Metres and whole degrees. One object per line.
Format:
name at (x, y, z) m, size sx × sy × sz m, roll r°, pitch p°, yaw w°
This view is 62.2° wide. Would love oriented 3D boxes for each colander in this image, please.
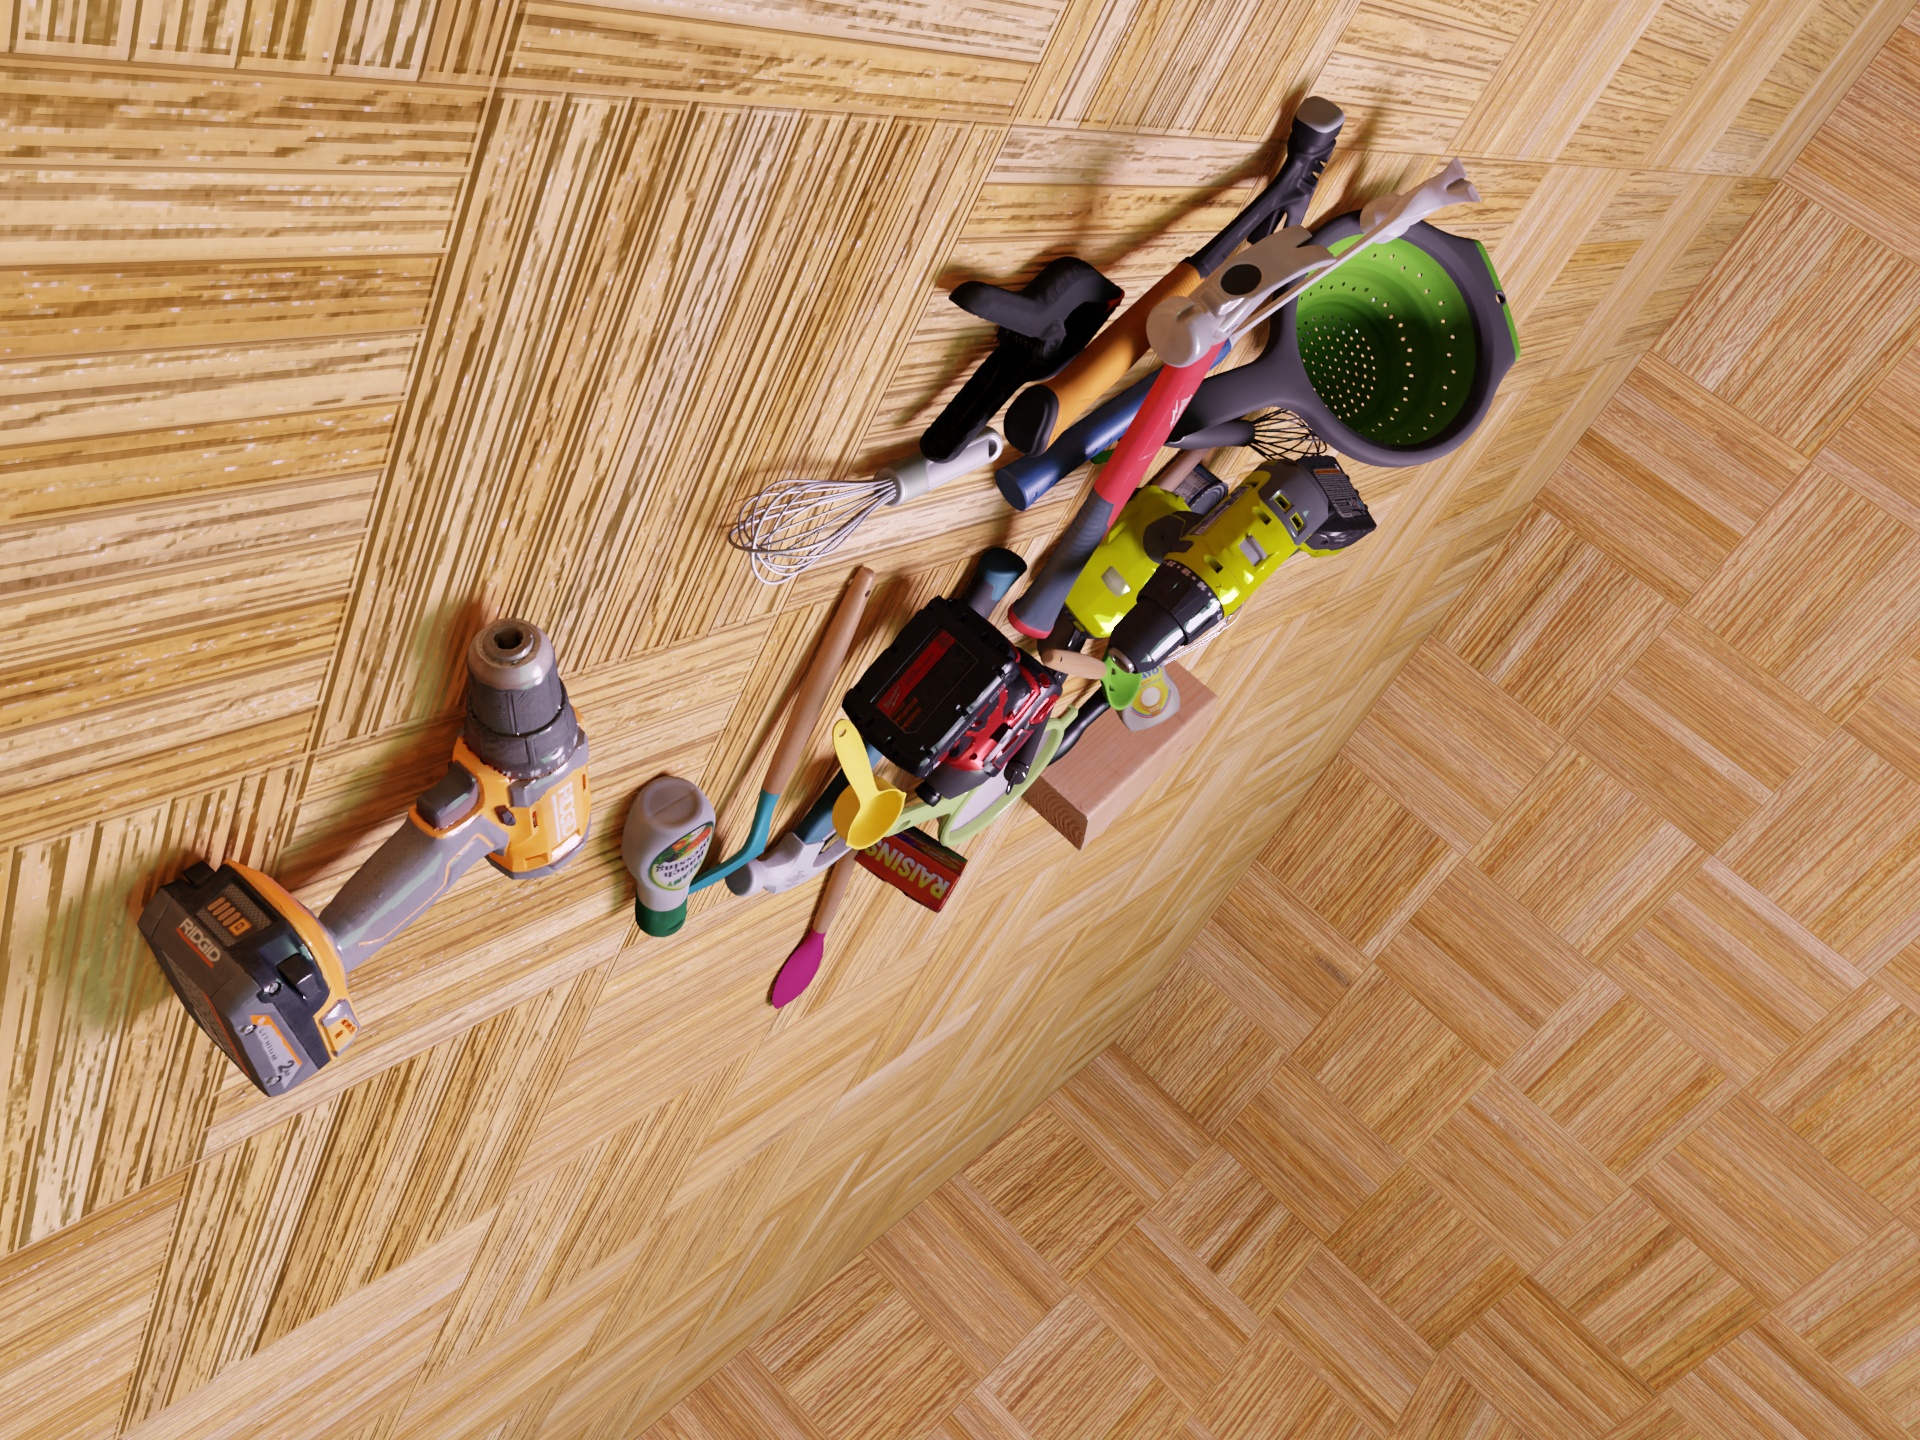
colander at (0.253, -0.268, 1.255) m, size 0.397 × 0.204 × 0.094 m, roll -22°, pitch -177°, yaw -20°

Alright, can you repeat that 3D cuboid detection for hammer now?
hammer at (0.136, -0.271, 1.023) m, size 0.337 × 0.034 × 0.127 m, roll -47°, pitch 166°, yaw -28°
hammer at (0.196, -0.276, 1.129) m, size 0.405 × 0.035 × 0.144 m, roll -36°, pitch -169°, yaw -11°
hammer at (-0.057, 0.004, 1.232) m, size 0.331 × 0.033 × 0.128 m, roll -53°, pitch 160°, yaw 17°
hammer at (0.119, -0.172, 1.075) m, size 0.143 × 0.038 × 0.386 m, roll -37°, pitch 169°, yaw -30°

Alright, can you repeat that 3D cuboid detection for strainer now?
strainer at (0.073, -0.027, 1.342) m, size 0.259 × 0.050 × 0.086 m, roll -66°, pitch 172°, yaw -46°
strainer at (-0.011, 0.045, 1.364) m, size 0.256 × 0.069 × 0.151 m, roll -18°, pitch 148°, yaw -57°

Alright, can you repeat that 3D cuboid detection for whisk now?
whisk at (0.236, -0.239, 1.337) m, size 0.239 × 0.055 × 0.055 m, roll -8°, pitch 139°, yaw -44°
whisk at (0.177, -0.052, 1.621) m, size 0.284 × 0.070 × 0.070 m, roll -44°, pitch 162°, yaw 2°
whisk at (-0.047, -0.137, 0.946) m, size 0.246 × 0.059 × 0.057 m, roll -34°, pitch 130°, yaw -47°

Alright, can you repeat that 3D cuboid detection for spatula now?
spatula at (0.197, -0.224, 1.360) m, size 0.316 × 0.018 × 0.059 m, roll -46°, pitch 157°, yaw -7°
spatula at (-0.132, 0.022, 1.117) m, size 0.082 × 0.044 × 0.317 m, roll -19°, pitch 142°, yaw -55°

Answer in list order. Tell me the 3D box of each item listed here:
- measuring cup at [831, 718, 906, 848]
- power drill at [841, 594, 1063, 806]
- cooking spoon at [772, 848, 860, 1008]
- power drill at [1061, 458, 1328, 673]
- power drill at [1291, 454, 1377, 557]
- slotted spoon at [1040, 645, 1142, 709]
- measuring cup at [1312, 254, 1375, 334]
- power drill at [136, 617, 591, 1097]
measuring cup at (-0.081, 0.040, 1.181) m, size 0.062 × 0.029 × 0.156 m, roll -41°, pitch 147°, yaw -18°
power drill at (-0.002, -0.004, 1.177) m, size 0.143 × 0.079 × 0.219 m, roll -48°, pitch 163°, yaw 2°
cooking spoon at (-0.123, 0.176, 1.460) m, size 0.069 × 0.017 × 0.318 m, roll -35°, pitch 159°, yaw -40°
power drill at (0.153, -0.112, 1.208) m, size 0.190 × 0.080 × 0.228 m, roll -44°, pitch -164°, yaw -10°
power drill at (0.238, -0.137, 1.391) m, size 0.223 × 0.080 × 0.171 m, roll -34°, pitch 171°, yaw 29°
slotted spoon at (0.110, -0.046, 1.340) m, size 0.313 × 0.031 × 0.070 m, roll 3°, pitch 92°, yaw -73°
measuring cup at (0.371, -0.394, 1.368) m, size 0.167 × 0.038 × 0.083 m, roll -43°, pitch 162°, yaw -8°
power drill at (-0.276, 0.059, 0.779) m, size 0.226 × 0.084 × 0.185 m, roll -42°, pitch 161°, yaw -32°
